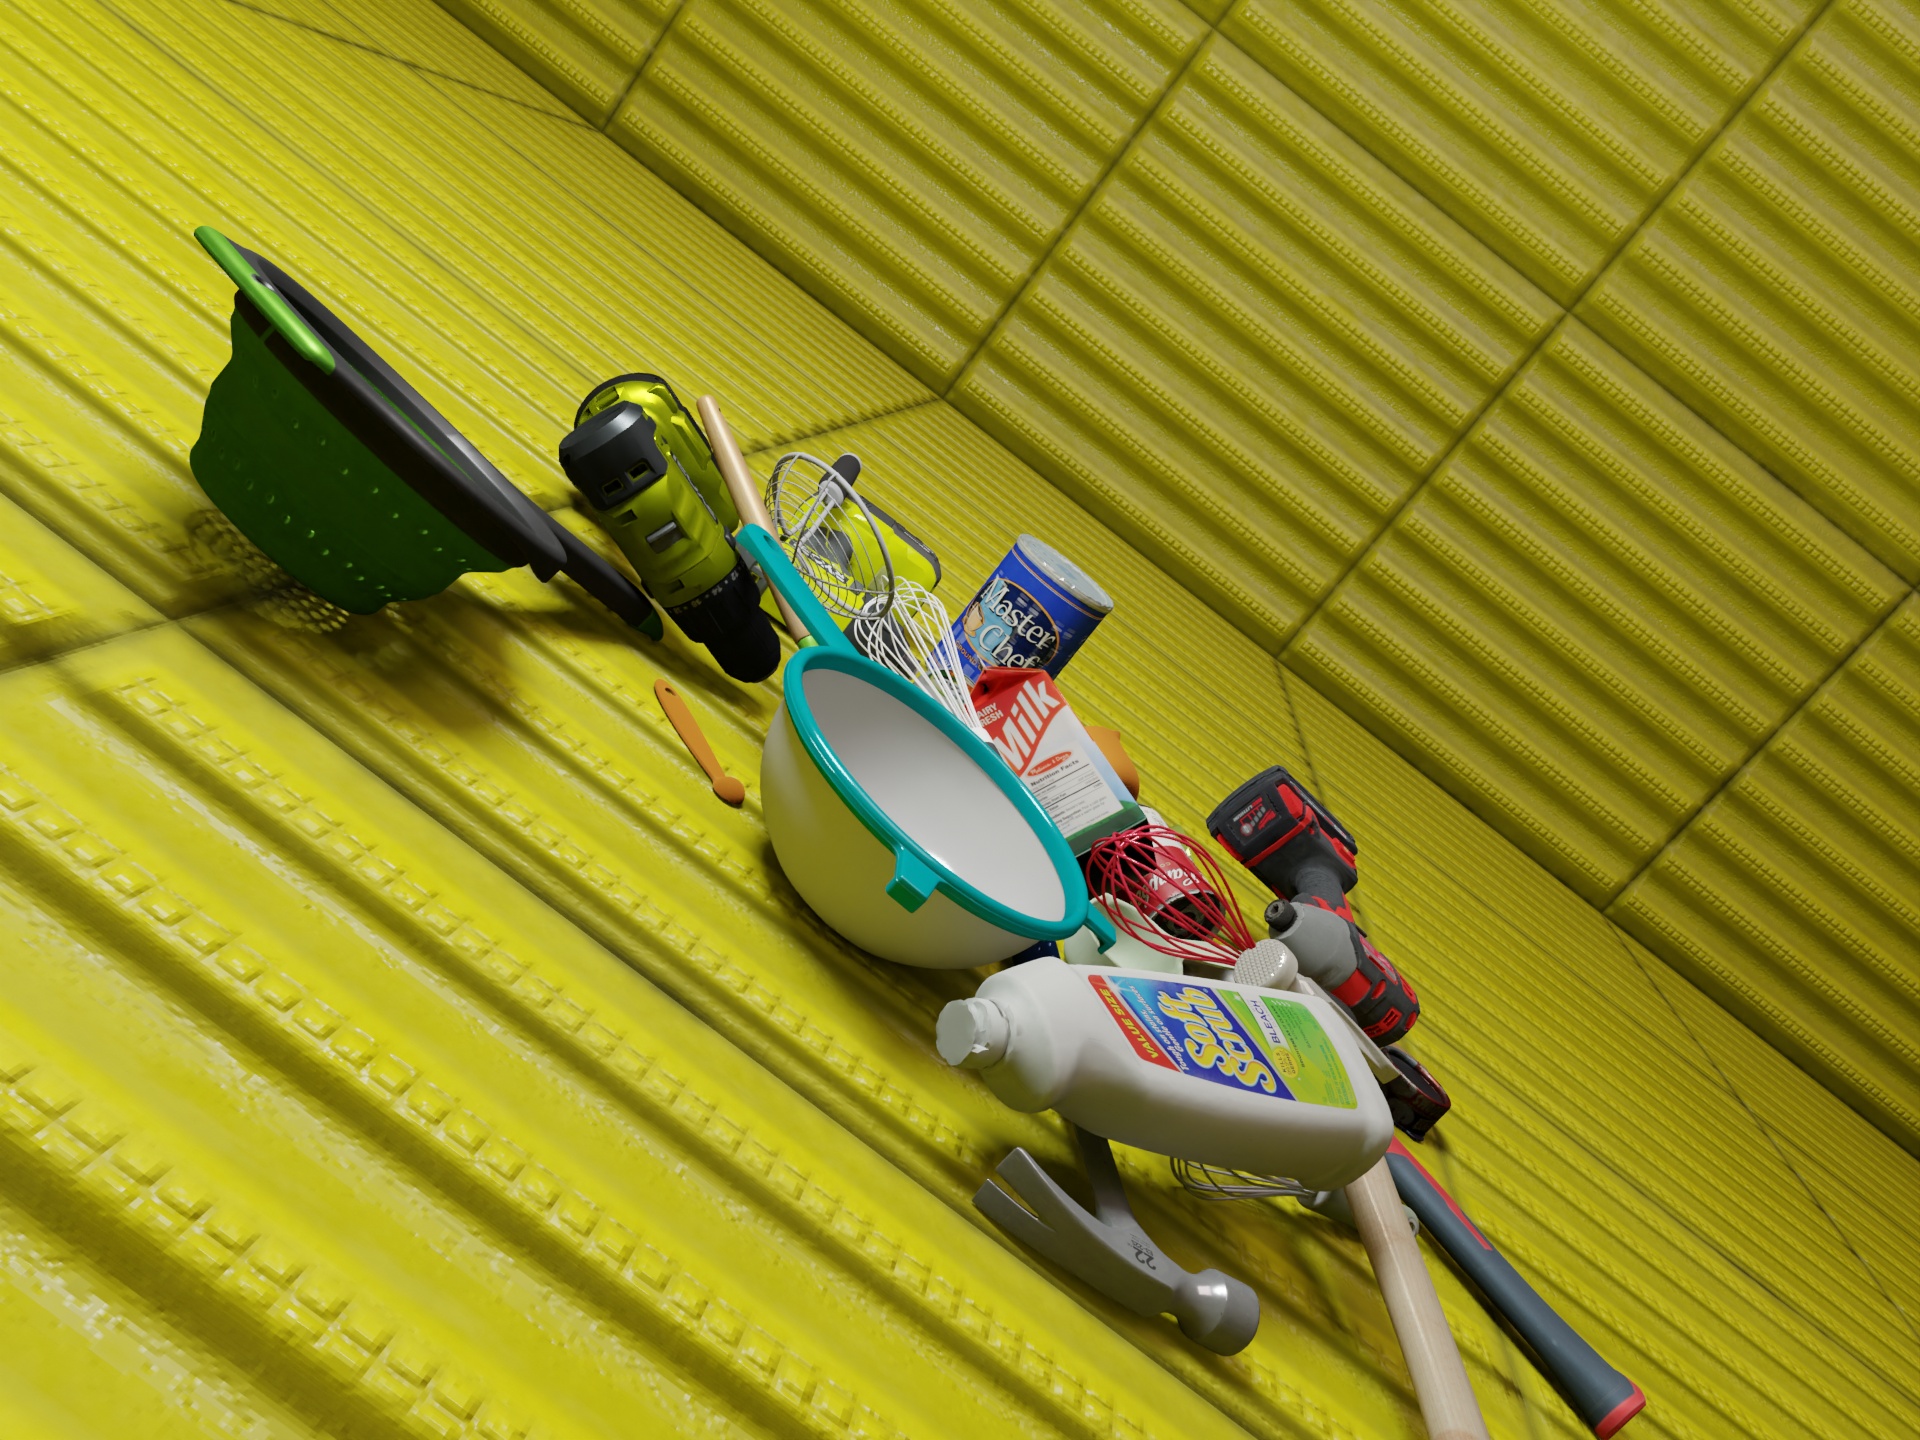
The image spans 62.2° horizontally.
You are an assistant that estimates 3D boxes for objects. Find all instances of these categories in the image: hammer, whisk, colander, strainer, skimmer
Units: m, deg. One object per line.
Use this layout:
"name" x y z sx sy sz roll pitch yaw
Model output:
"hammer" 0.280 0.293 1.038 0.143 0.038 0.387 17 26 -50
"hammer" 0.050 0.167 0.881 0.144 0.035 0.406 33 16 -20
"whisk" -0.002 -0.003 1.092 0.070 0.070 0.285 23 27 -44
"hammer" 0.236 0.293 0.834 0.146 0.038 0.411 45 20 -27
"colander" -0.273 -0.094 0.837 0.205 0.094 0.396 44 -2 23
"whisk" 0.197 0.266 0.915 0.246 0.058 0.059 32 -5 -39
"strainer" -0.069 0.021 0.898 0.210 0.095 0.341 21 26 -51
"skimmer" -0.081 -0.169 1.205 0.127 0.090 0.363 63 13 -17
"whisk" 0.178 0.146 1.018 0.295 0.073 0.073 38 12 -37

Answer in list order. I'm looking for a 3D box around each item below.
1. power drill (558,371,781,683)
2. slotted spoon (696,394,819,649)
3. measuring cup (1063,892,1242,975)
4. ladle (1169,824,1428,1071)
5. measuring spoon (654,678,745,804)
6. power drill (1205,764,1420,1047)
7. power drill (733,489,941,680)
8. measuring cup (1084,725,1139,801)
"power drill" -0.189 -0.134 1.055 0.190 0.080 0.229 58 1 -26
"slotted spoon" -0.109 -0.074 1.032 0.070 0.031 0.314 51 14 -78
"measuring cup" 0.134 0.162 1.047 0.167 0.038 0.083 15 33 -41
"ladle" 0.266 0.193 1.267 0.320 0.062 0.078 37 13 -16
"measuring spoon" -0.152 0.009 0.923 0.021 0.011 0.117 22 22 -46
"power drill" 0.262 0.136 1.204 0.143 0.078 0.220 41 19 -23
"power drill" -0.092 -0.110 1.293 0.171 0.080 0.223 36 19 -4
"measuring cup" 0.110 0.072 1.242 0.173 0.095 0.052 50 8 -51
